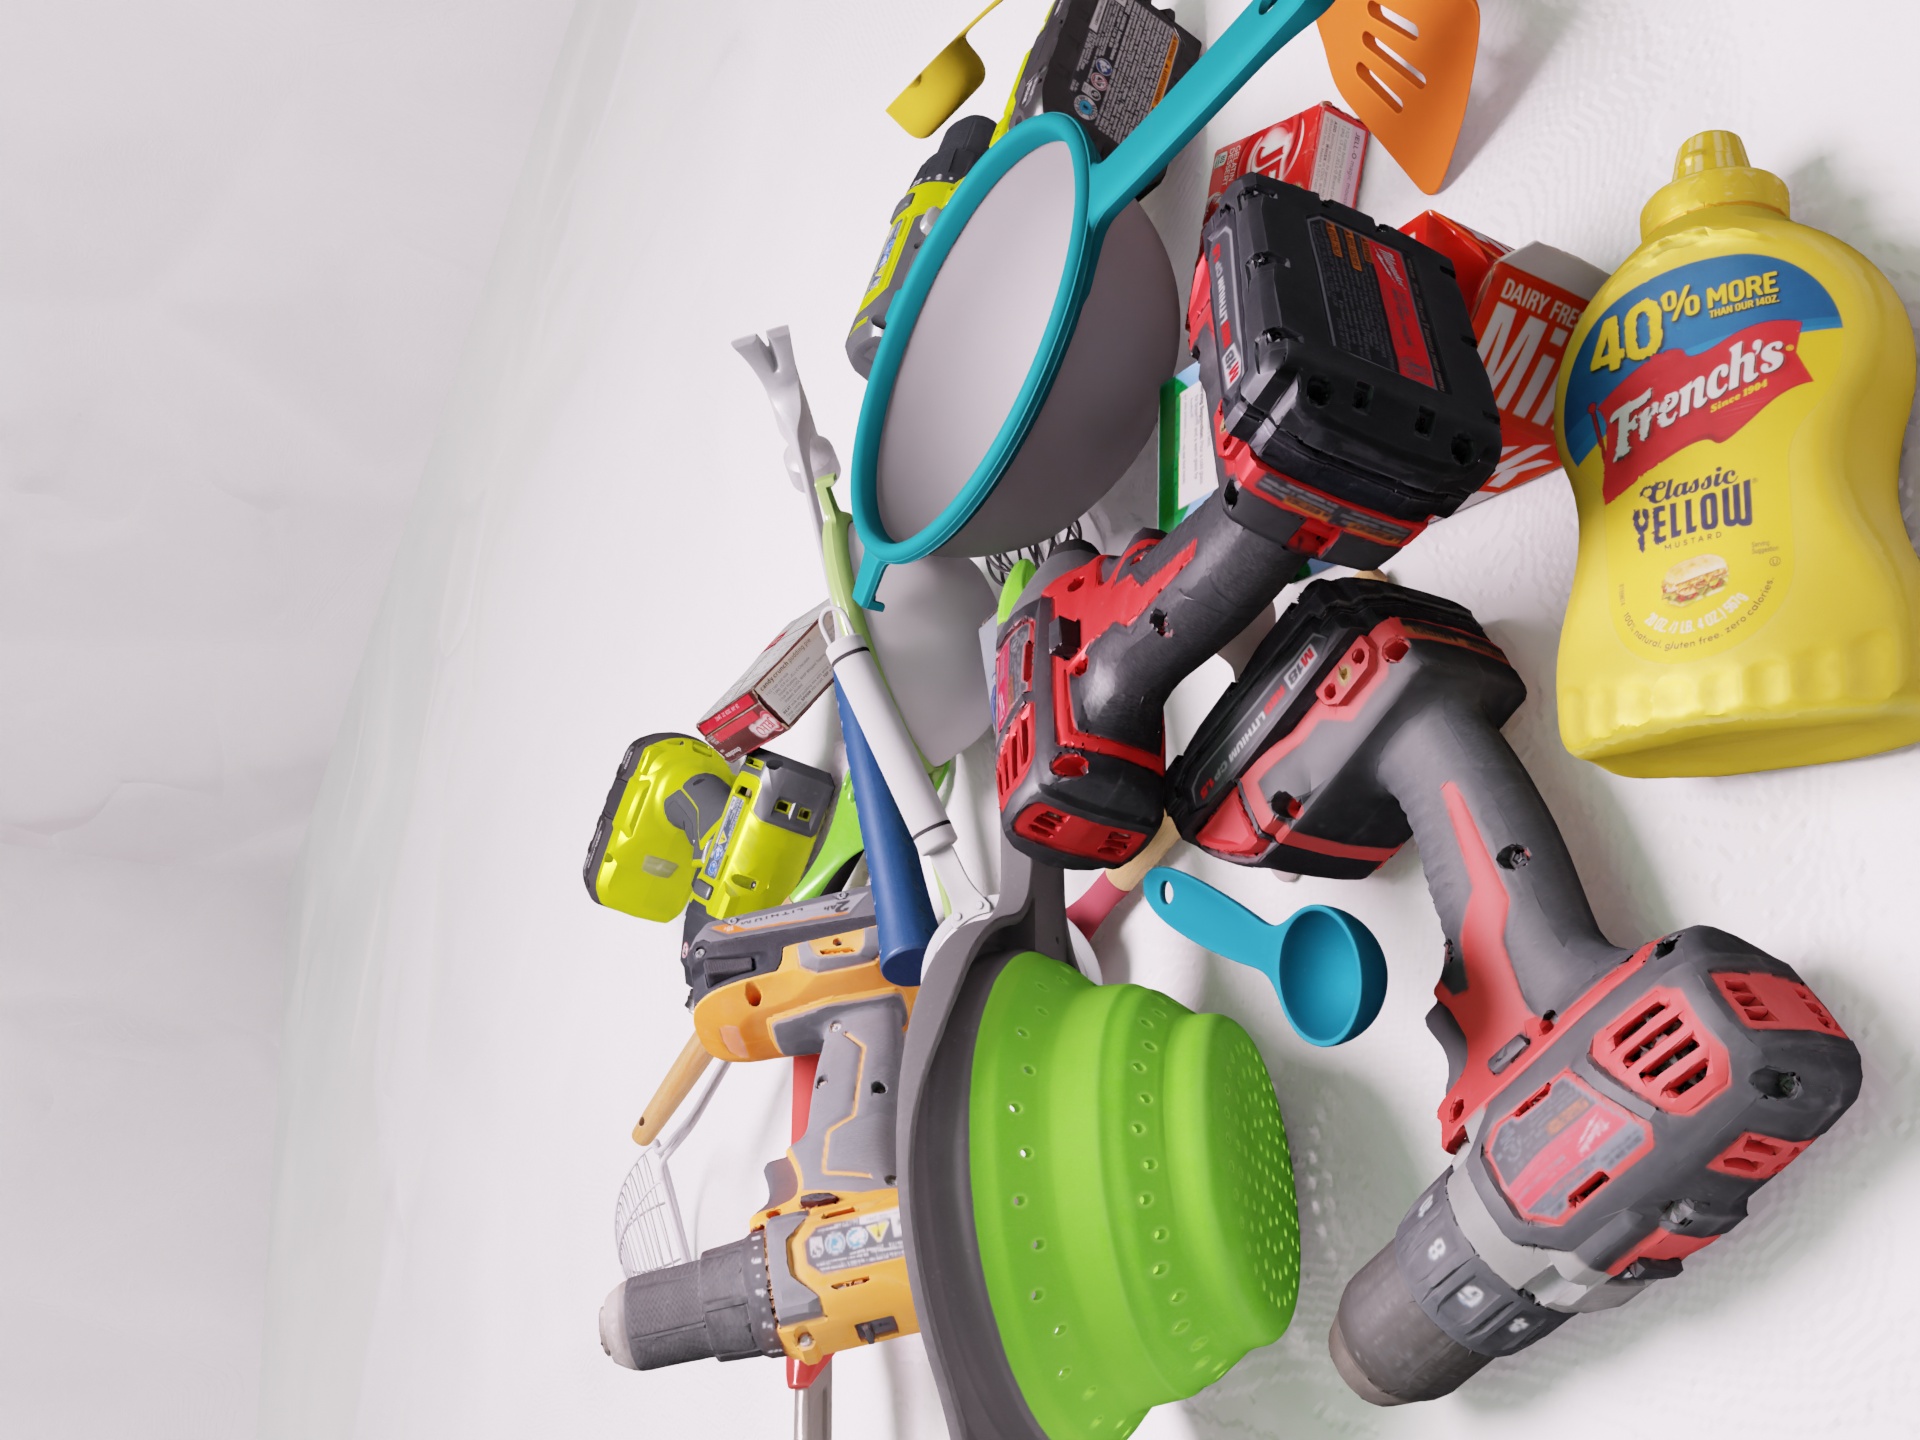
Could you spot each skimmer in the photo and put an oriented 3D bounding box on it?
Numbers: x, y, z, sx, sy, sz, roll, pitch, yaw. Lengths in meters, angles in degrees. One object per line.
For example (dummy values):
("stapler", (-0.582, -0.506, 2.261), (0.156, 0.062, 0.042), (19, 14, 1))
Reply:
("skimmer", (-0.115, 0.213, 0.978), (0.363, 0.090, 0.127), (-61, 25, 8))

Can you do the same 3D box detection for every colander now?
("colander", (0.062, 0.095, 0.605), (0.094, 0.204, 0.397), (-14, 56, 21))

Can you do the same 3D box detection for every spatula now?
("spatula", (0.164, -0.353, 0.697), (0.081, 0.041, 0.323), (88, 180, -52))

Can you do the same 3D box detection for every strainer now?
("strainer", (-0.010, 0.061, 0.717), (0.087, 0.050, 0.258), (-30, 77, 20))
("strainer", (-0.001, -0.003, 0.797), (0.069, 0.151, 0.257), (-20, 60, 7))
("strainer", (0.069, -0.183, 0.683), (0.340, 0.095, 0.211), (-36, 42, 50))

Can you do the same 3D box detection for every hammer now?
("hammer", (-0.066, -0.047, 0.873), (0.143, 0.035, 0.406), (71, -177, -56))
("hammer", (-0.078, 0.285, 0.802), (0.037, 0.149, 0.359), (-17, 50, 18))

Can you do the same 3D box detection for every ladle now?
("ladle", (0.082, 0.051, 0.691), (0.315, 0.031, 0.069), (-54, 46, 33))

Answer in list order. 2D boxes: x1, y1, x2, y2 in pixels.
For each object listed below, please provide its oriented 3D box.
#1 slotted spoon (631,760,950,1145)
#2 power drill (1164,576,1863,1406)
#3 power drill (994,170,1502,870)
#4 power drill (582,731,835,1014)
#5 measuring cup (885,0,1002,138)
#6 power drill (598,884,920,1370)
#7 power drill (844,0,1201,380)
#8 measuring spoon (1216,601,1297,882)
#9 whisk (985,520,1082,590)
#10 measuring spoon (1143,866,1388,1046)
("slotted spoon", (-0.106, 0.127, 0.922), (0.313, 0.031, 0.070), (-55, 41, 12))
("power drill", (0.148, 0.084, 0.511), (0.187, 0.080, 0.227), (-58, 37, 32))
("power drill", (0.076, -0.061, 0.538), (0.219, 0.078, 0.143), (124, 157, -44))
("power drill", (-0.176, 0.094, 1.075), (0.223, 0.080, 0.171), (14, 83, 60))
("measuring cup", (0.025, -0.366, 0.840), (0.156, 0.029, 0.062), (-35, 19, 25))
("power drill", (-0.086, 0.202, 0.779), (0.084, 0.185, 0.226), (80, 176, -46))
("power drill", (0.028, -0.300, 0.869), (0.228, 0.080, 0.191), (-27, 41, 57))
("measuring spoon", (0.114, 0.003, 0.627), (0.034, 0.018, 0.124), (-17, 80, 43))
("whisk", (0.025, -0.142, 0.859), (0.055, 0.055, 0.239), (-56, 30, 34))
("measuring spoon", (0.098, 0.069, 0.515), (0.129, 0.021, 0.042), (-156, 70, -66))
